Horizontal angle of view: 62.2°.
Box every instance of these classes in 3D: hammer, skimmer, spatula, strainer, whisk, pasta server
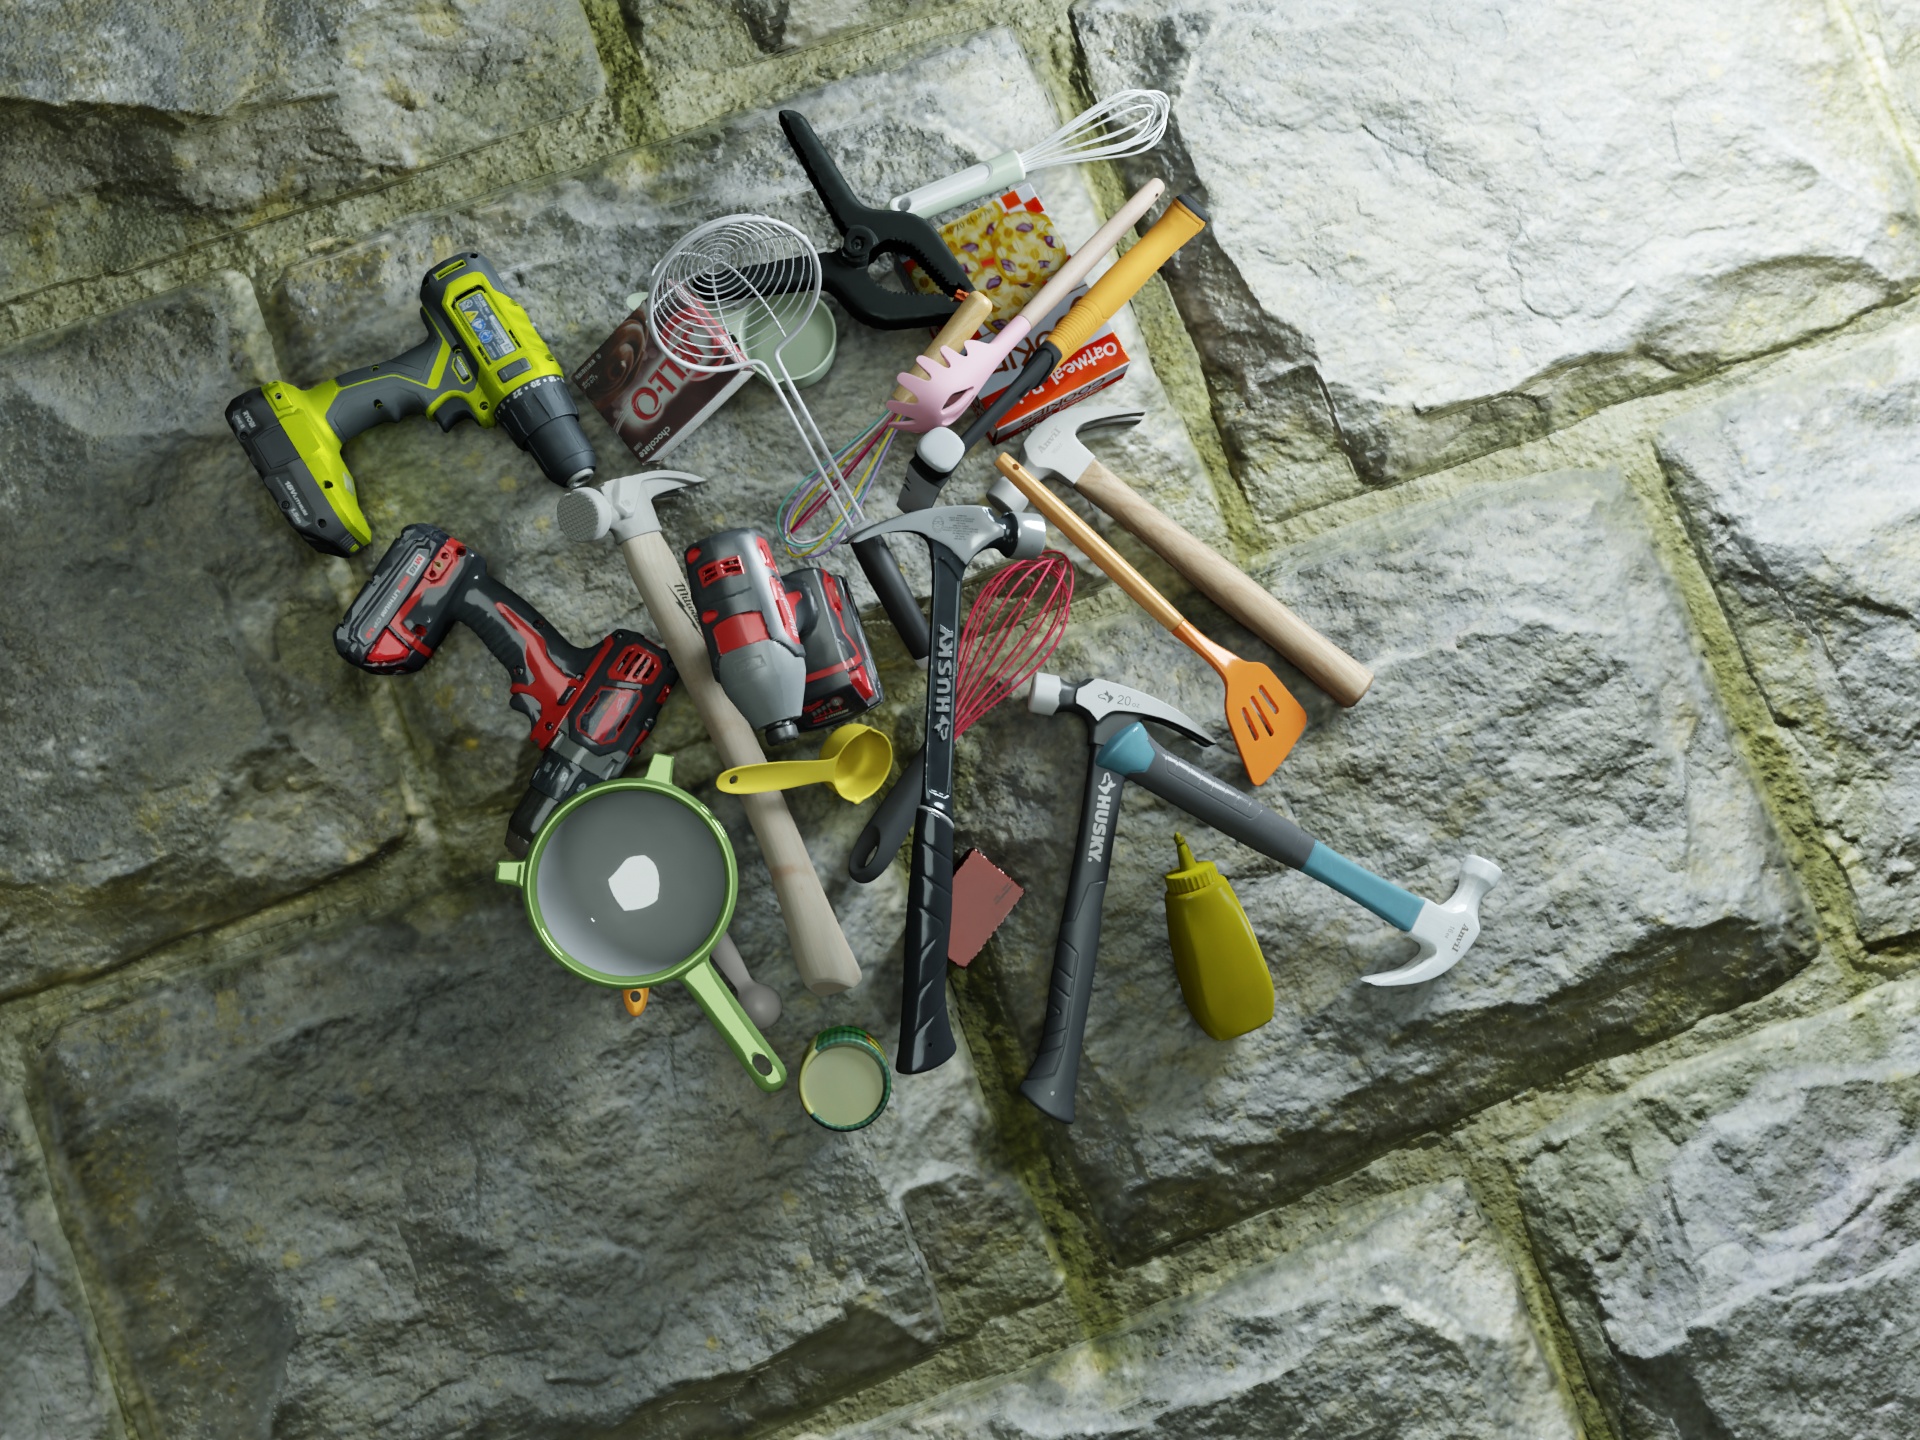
[{"bbox_3d":[0.251,0.094,1.208,0.331,0.033,0.128,29,83,-10],"label":"hammer"},{"bbox_3d":[-0.098,-0.186,1.143,0.127,0.090,0.363,-29,110,-2],"label":"skimmer"},{"bbox_3d":[0.143,-0.086,1.215,0.322,0.041,0.081,43,64,-4],"label":"spatula"},{"bbox_3d":[-0.207,0.160,1.161,0.151,0.069,0.256,-36,92,-8],"label":"strainer"},{"bbox_3d":[0.053,-0.447,1.270,0.246,0.059,0.058,-23,73,-2],"label":"whisk"},{"bbox_3d":[-0.002,-0.004,1.210,0.073,0.073,0.296,32,88,0],"label":"whisk"},{"bbox_3d":[-0.164,0.010,1.185,0.038,0.146,0.410,-21,96,28],"label":"hammer"},{"bbox_3d":[0.057,-0.321,1.207,0.040,0.060,0.316,32,65,19],"label":"pasta server"},{"bbox_3d":[0.188,-0.126,1.252,0.331,0.031,0.130,38,83,0],"label":"hammer"},{"bbox_3d":[0.101,0.137,1.214,0.146,0.035,0.335,10,83,-3],"label":"hammer"},{"bbox_3d":[-0.060,-0.225,1.211,0.051,0.047,0.245,36,99,-14],"label":"whisk"},{"bbox_3d":[0.074,-0.278,1.196,0.034,0.127,0.337,41,72,3],"label":"hammer"},{"bbox_3d":[-0.021,0.049,1.139,0.149,0.036,0.409,3,91,-23],"label":"hammer"}]

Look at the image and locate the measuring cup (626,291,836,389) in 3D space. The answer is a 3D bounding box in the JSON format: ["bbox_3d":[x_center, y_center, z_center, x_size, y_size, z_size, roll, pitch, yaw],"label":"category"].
[{"bbox_3d":[-0.177,-0.305,1.243,0.167,0.038,0.083,13,81,4],"label":"measuring cup"}]

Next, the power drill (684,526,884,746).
[{"bbox_3d":[-0.123,-0.050,1.118,0.078,0.219,0.143,-19,85,8],"label":"power drill"}]

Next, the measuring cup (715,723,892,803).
[{"bbox_3d":[-0.119,0.034,1.171,0.156,0.029,0.062,-6,112,-40],"label":"measuring cup"}]

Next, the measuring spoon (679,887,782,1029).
[{"bbox_3d":[-0.176,0.178,1.196,0.034,0.018,0.124,-33,86,-7],"label":"measuring spoon"}]

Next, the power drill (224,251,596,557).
[{"bbox_3d":[-0.405,-0.220,1.195,0.228,0.080,0.190,-32,87,-10],"label":"power drill"}]

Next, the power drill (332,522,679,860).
[{"bbox_3d":[-0.345,-0.020,1.179,0.226,0.080,0.188,31,83,-3],"label":"power drill"}]

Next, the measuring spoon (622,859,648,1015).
[{"bbox_3d":[-0.245,0.163,1.195,0.021,0.011,0.117,-1,84,-5],"label":"measuring spoon"}]
